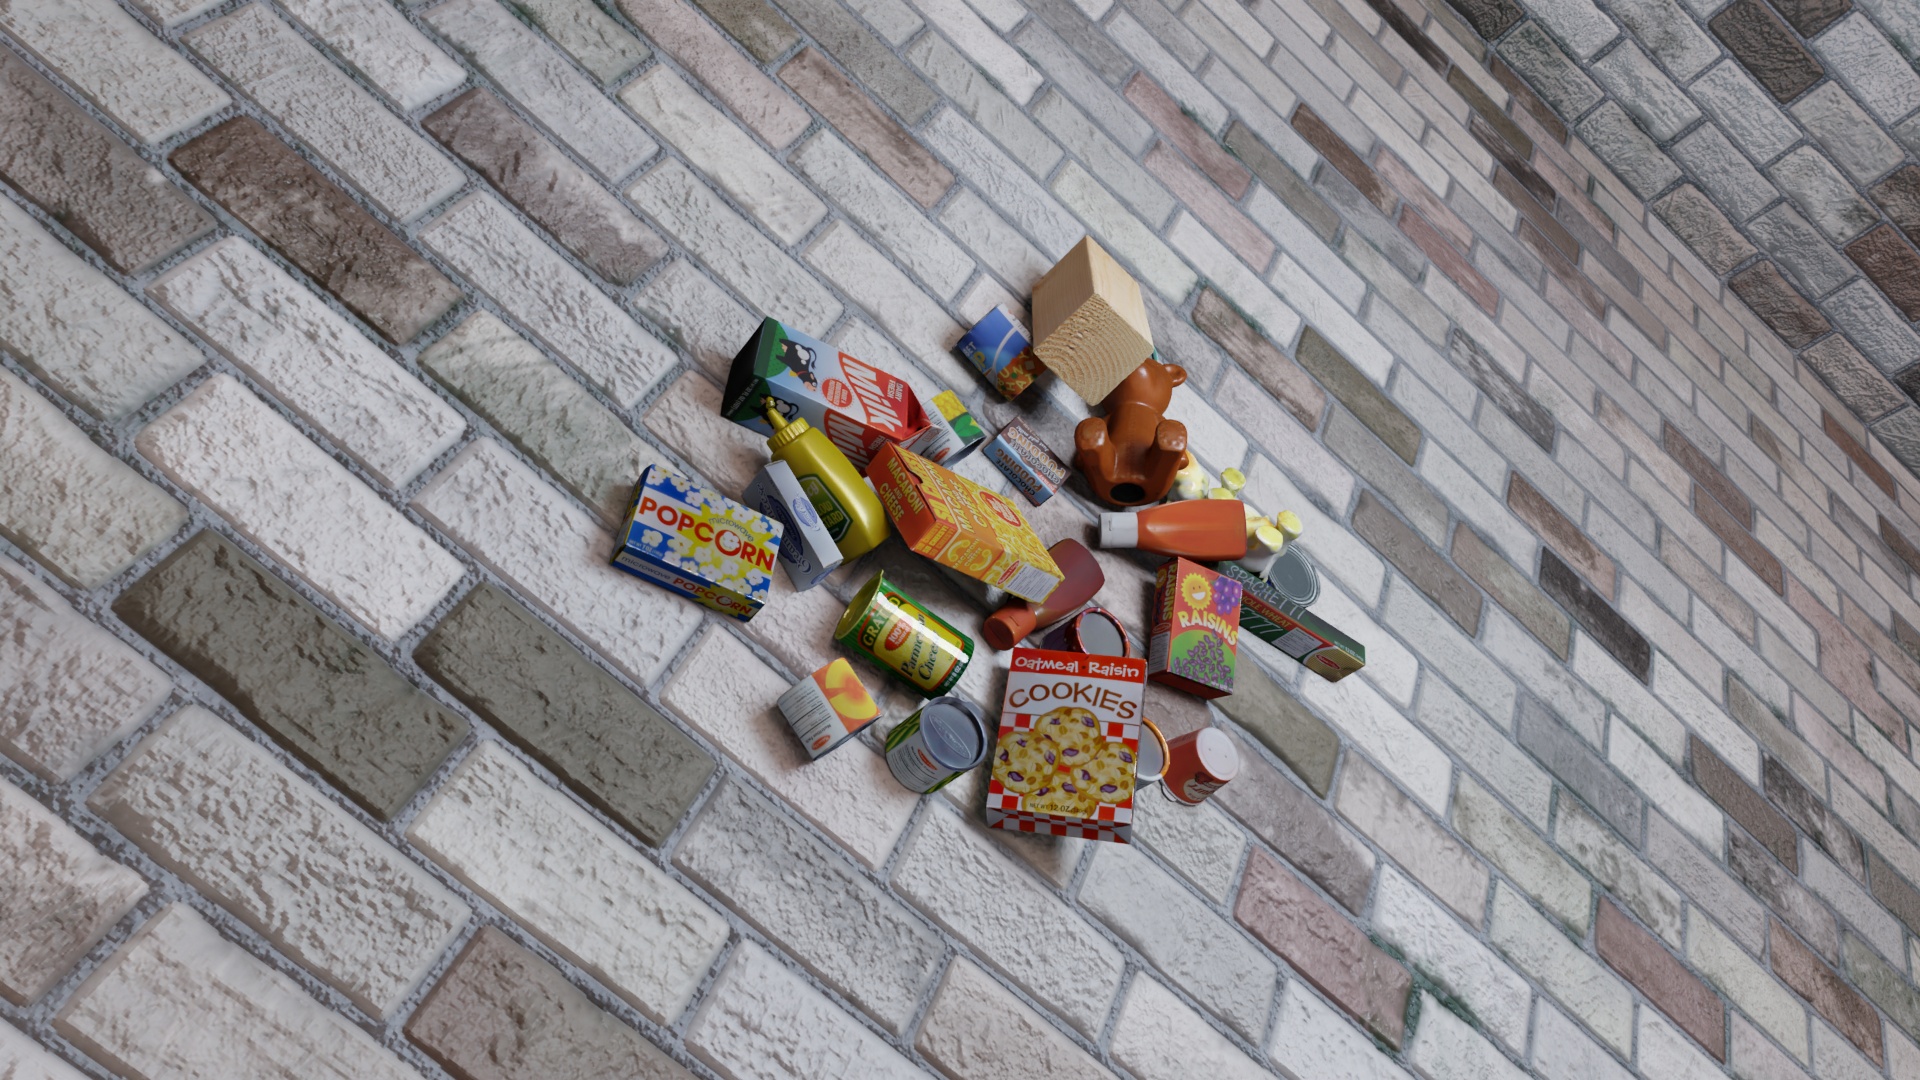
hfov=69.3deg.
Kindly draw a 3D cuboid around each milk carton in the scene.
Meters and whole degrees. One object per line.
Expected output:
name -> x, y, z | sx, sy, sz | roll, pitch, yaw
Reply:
milk carton -> -0.114, -0.122, 1.274 | 0.190, 0.072, 0.074 | 24, 50, -24

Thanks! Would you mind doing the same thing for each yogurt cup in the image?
yogurt cup -> 0.229, 0.213, 1.331 | 0.072, 0.053, 0.073 | 20, 51, -27

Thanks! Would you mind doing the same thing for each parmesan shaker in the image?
parmesan shaker -> -0.046, 0.082, 1.193 | 0.103, 0.071, 0.072 | 35, 46, -14

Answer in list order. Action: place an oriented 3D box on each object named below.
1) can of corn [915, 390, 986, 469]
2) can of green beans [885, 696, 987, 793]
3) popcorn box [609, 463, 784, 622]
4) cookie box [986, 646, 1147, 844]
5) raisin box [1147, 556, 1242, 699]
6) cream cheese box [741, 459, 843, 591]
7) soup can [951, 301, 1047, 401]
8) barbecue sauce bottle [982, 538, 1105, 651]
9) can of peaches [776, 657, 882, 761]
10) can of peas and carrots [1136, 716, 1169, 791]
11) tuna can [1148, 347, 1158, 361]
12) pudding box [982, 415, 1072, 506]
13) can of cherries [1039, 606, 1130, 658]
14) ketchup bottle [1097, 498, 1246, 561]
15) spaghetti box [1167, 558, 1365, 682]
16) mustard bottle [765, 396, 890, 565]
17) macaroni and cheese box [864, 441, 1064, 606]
can of corn -> -0.017, -0.104, 1.343 | 0.058, 0.071, 0.071 | 53, 45, 4
can of green beans -> -0.020, 0.171, 1.162 | 0.071, 0.057, 0.071 | 20, 52, -27
popcorn box -> -0.214, 0.003, 1.138 | 0.126, 0.038, 0.085 | 26, 49, -22
cookie box -> 0.096, 0.175, 1.217 | 0.123, 0.040, 0.168 | 5, 51, 9
raisin box -> 0.238, 0.090, 1.409 | 0.086, 0.040, 0.124 | 21, 64, -24
cream cheese box -> -0.145, -0.012, 1.191 | 0.024, 0.053, 0.104 | -24, 78, -40
soup can -> 0.045, -0.195, 1.452 | 0.084, 0.071, 0.072 | 48, 44, -3
barbecue sauce bottle -> 0.077, 0.055, 1.326 | 0.065, 0.043, 0.149 | 50, 45, 3
can of peaches -> -0.105, 0.135, 1.117 | 0.071, 0.071, 0.058 | -28, 81, -45
can of peas and carrots -> 0.149, 0.197, 1.276 | 0.071, 0.058, 0.071 | 20, 52, -27
tuna can -> 0.194, -0.214, 1.601 | 0.071, 0.032, 0.071 | 19, 52, -27
pudding box -> 0.068, -0.081, 1.417 | 0.083, 0.030, 0.050 | 46, 45, -3
can of cherries -> 0.118, 0.101, 1.315 | 0.071, 0.058, 0.072 | 19, 52, -27
ketchup bottle -> 0.217, -0.011, 1.429 | 0.149, 0.043, 0.065 | 0, 73, 0
spaghetti box -> 0.331, 0.078, 1.501 | 0.250, 0.050, 0.029 | 31, 46, -18
mustard bottle -> -0.127, -0.056, 1.215 | 0.160, 0.065, 0.049 | 55, 35, -5
macaroni and cheese box -> 0.004, -0.016, 1.260 | 0.166, 0.040, 0.124 | 25, 23, -40
